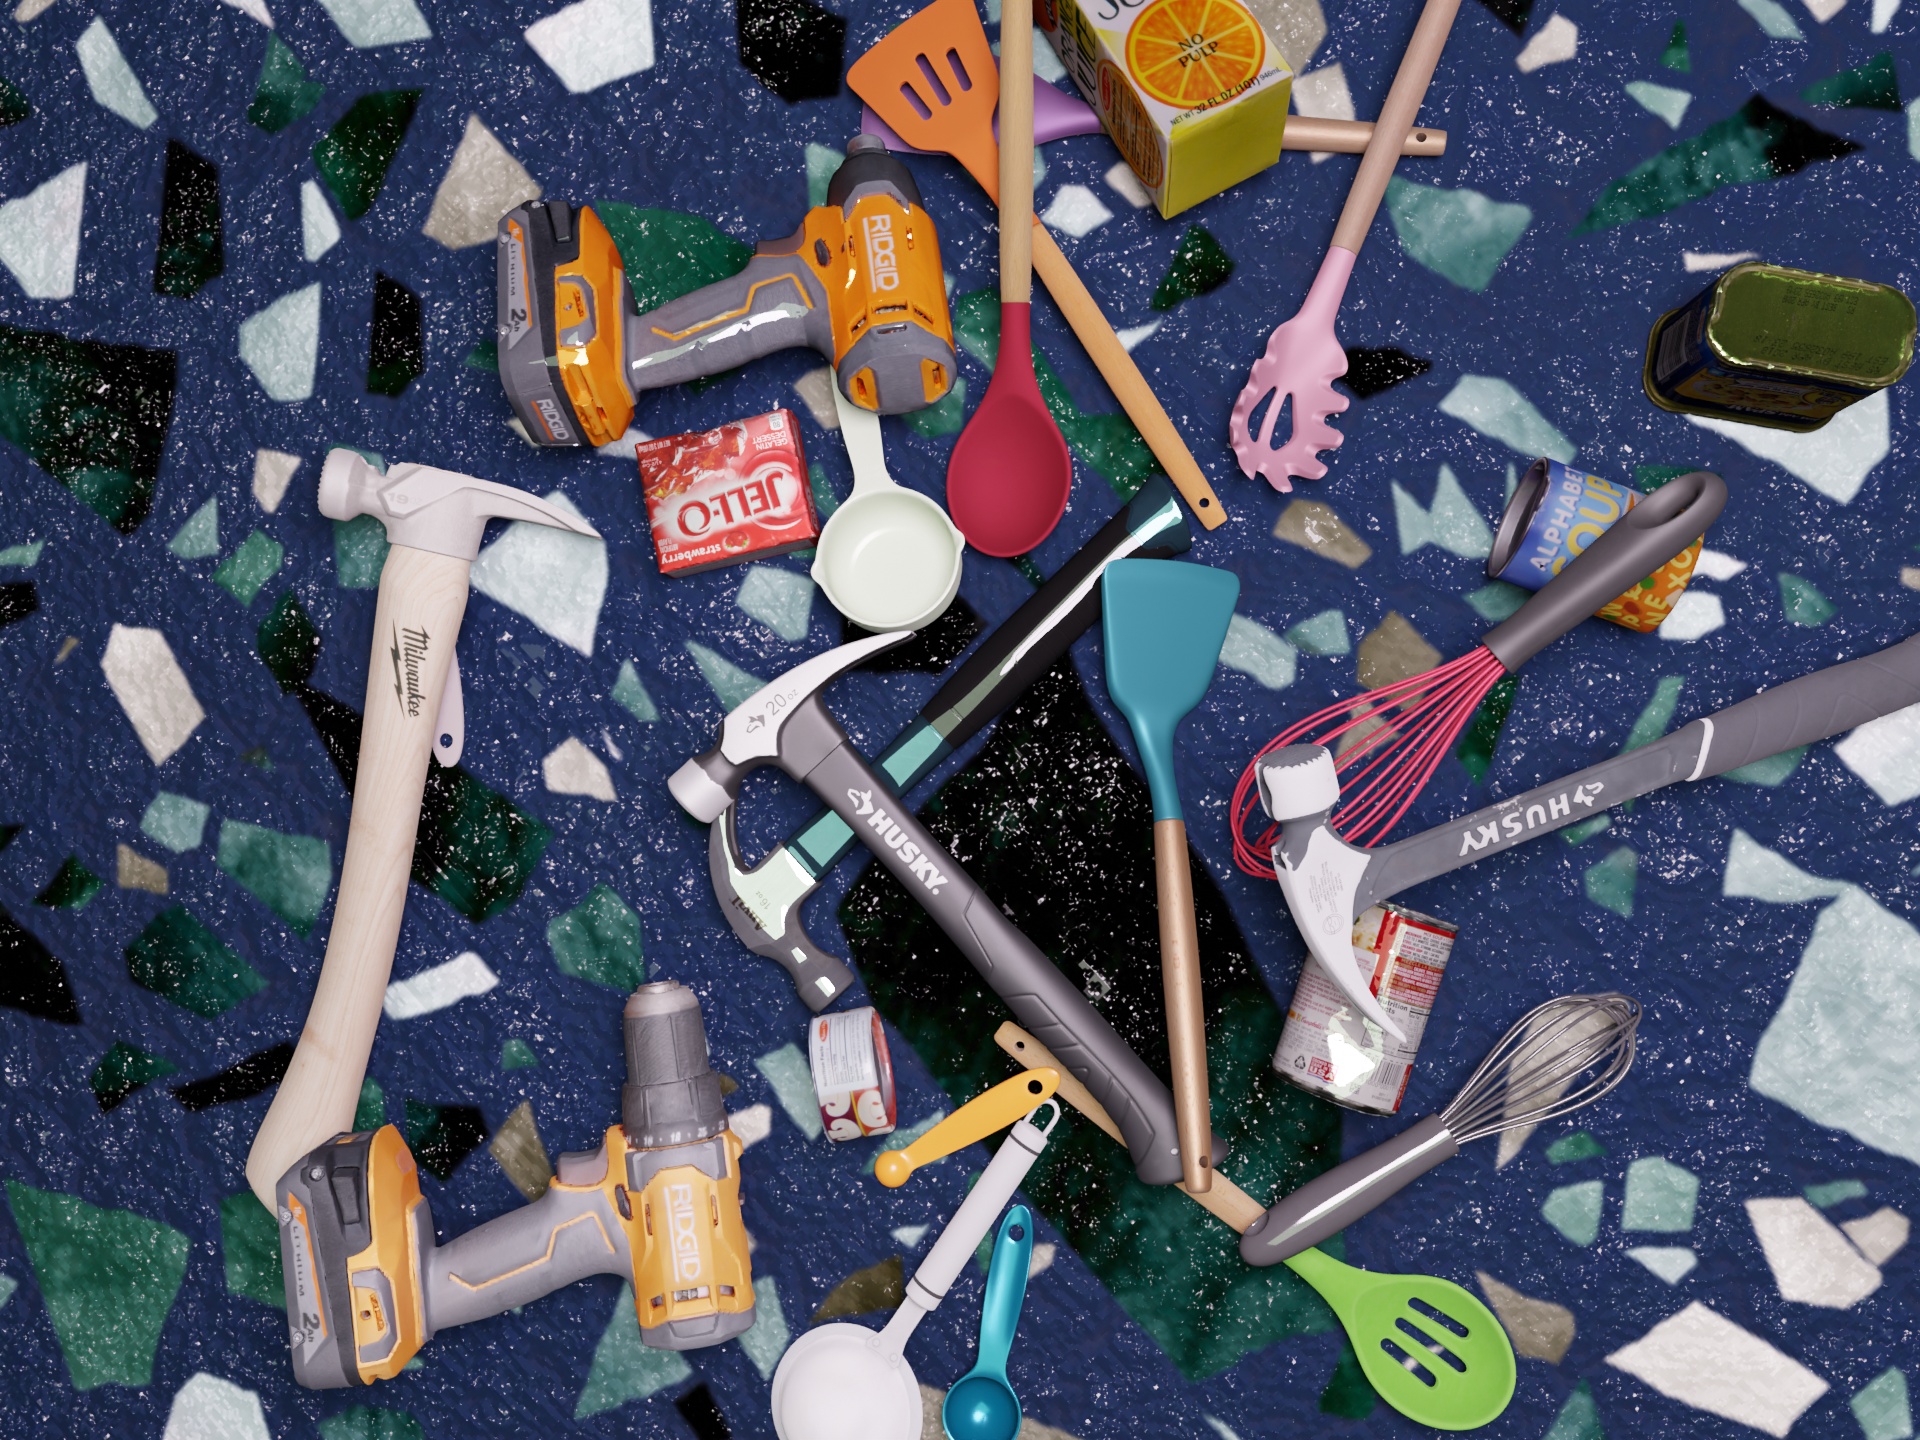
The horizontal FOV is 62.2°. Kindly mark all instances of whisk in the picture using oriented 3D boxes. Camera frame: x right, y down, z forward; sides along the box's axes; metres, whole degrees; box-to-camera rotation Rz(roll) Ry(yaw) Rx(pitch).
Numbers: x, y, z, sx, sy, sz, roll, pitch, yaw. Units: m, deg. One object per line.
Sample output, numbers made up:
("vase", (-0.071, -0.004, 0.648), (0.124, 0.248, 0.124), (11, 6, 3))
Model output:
("whisk", (0.243, 0.207, 0.806), (0.239, 0.055, 0.055), (-31, 86, -2))
("whisk", (0.249, -0.020, 0.786), (0.296, 0.073, 0.073), (-41, 85, 17))

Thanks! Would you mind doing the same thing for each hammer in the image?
("hammer", (-0.305, 0.070, 0.861), (0.146, 0.038, 0.410), (12, 92, -11))
("hammer", (0.014, 0.103, 0.813), (0.146, 0.035, 0.335), (-43, 88, 2))
("hammer", (-0.001, -0.003, 0.850), (0.331, 0.033, 0.128), (-44, 86, 1))
("hammer", (0.342, 0.026, 0.773), (0.409, 0.036, 0.149), (-19, 103, -11))

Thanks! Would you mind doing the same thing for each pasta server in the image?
("pasta server", (0.213, -0.271, 0.829), (0.060, 0.040, 0.316), (20, 95, -12))

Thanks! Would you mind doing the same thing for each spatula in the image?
("spatula", (0.052, -0.241, 0.854), (0.081, 0.041, 0.322), (-33, 93, 12))
("spatula", (0.103, -0.327, 0.864), (0.316, 0.018, 0.060), (7, 90, 5))
("spatula", (0.112, 0.075, 0.807), (0.082, 0.044, 0.318), (4, 72, -23))

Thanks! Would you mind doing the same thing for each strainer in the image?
("strainer", (-0.025, 0.306, 0.835), (0.087, 0.050, 0.258), (33, 87, 19))

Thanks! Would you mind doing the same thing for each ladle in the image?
("ladle", (0.027, -0.244, 0.825), (0.069, 0.031, 0.315), (4, 104, 16))

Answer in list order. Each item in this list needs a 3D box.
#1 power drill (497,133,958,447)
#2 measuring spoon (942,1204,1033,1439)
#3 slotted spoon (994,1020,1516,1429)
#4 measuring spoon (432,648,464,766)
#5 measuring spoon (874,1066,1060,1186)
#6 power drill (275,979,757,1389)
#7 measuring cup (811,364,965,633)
("power drill", (-0.122, -0.232, 0.840), (0.226, 0.084, 0.164), (-7, 66, 0))
("measuring spoon", (0.021, 0.322, 0.844), (0.042, 0.021, 0.129), (10, 79, 11))
("slotted spoon", (0.148, 0.255, 0.830), (0.314, 0.031, 0.070), (36, 90, 7))
("measuring spoon", (-0.291, -0.036, 0.879), (0.034, 0.018, 0.124), (-7, 87, 4))
("measuring spoon", (0.003, 0.215, 0.841), (0.117, 0.011, 0.021), (-33, 86, 12))
("power drill", (-0.226, 0.239, 0.824), (0.226, 0.084, 0.185), (-7, 87, -7))
("measuring cup", (-0.046, -0.126, 0.860), (0.083, 0.038, 0.168), (-13, 76, 4))
